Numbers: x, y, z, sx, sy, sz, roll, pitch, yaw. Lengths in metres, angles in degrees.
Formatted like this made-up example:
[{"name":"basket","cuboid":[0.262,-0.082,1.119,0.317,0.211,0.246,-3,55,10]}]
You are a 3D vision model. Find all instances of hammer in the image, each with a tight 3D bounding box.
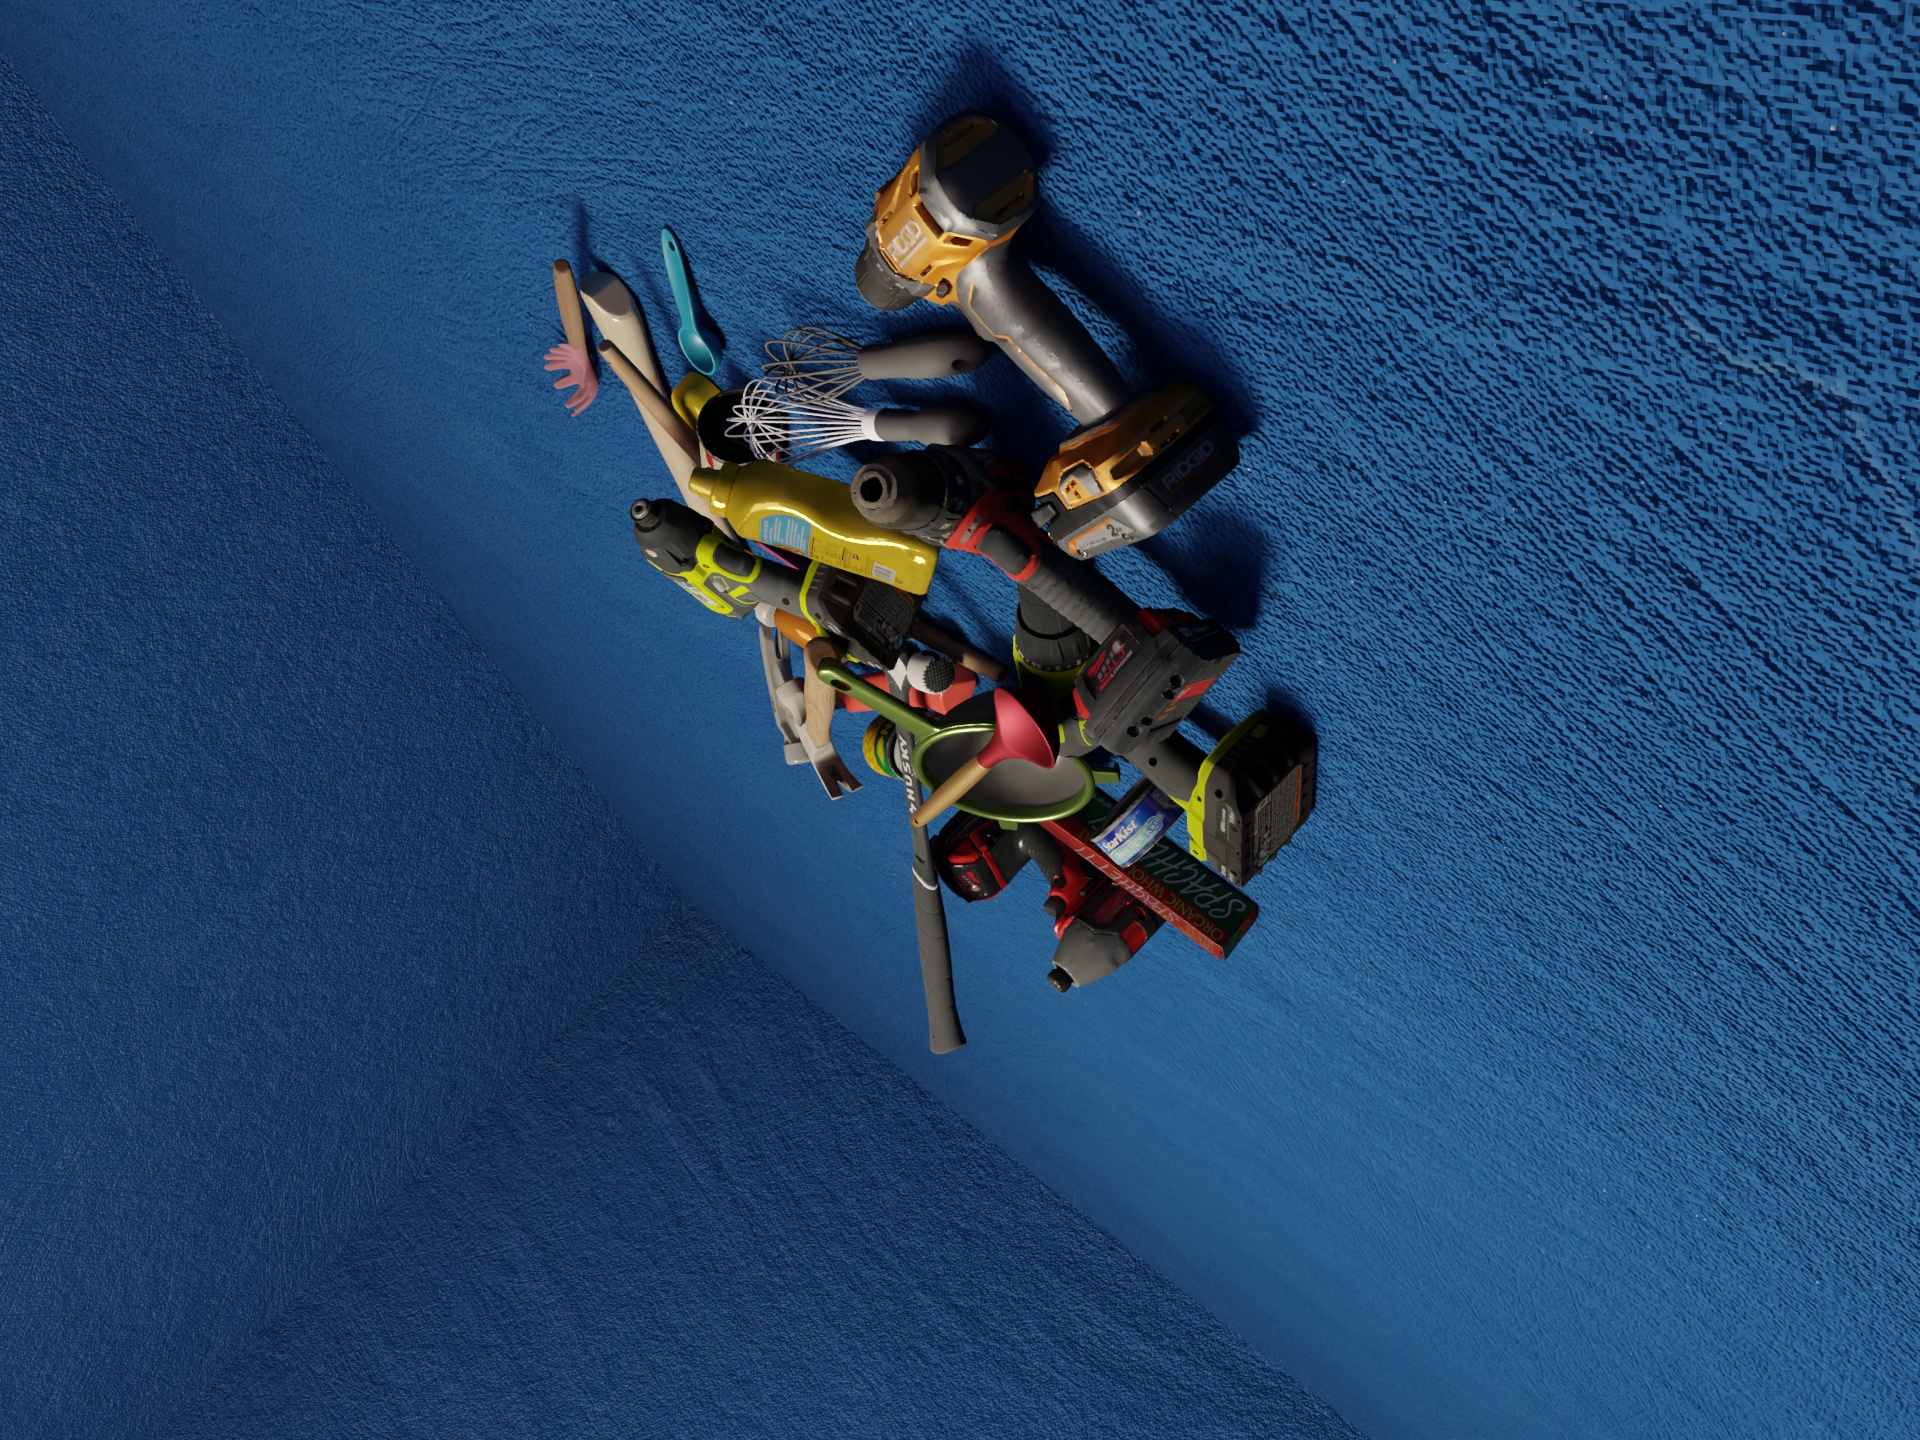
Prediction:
[{"name":"hammer","cuboid":[-0.266,-0.248,1.468,0.146,0.038,0.410,35,160,31]},{"name":"hammer","cuboid":[-0.038,0.120,1.434,0.149,0.036,0.408,21,124,53]},{"name":"hammer","cuboid":[-0.123,-0.011,1.399,0.130,0.031,0.331,64,169,9]},{"name":"hammer","cuboid":[-0.096,-0.036,1.518,0.359,0.036,0.149,-5,96,59]}]

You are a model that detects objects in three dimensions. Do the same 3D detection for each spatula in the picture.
[{"name":"spatula","cuboid":[-0.222,-0.228,1.359,0.060,0.018,0.315,31,170,29]}]

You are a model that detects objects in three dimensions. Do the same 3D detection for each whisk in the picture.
[{"name":"whisk","cuboid":[-0.075,-0.209,1.115,0.285,0.070,0.070,14,145,49]},{"name":"whisk","cuboid":[-0.058,-0.235,1.031,0.239,0.055,0.055,12,143,52]}]

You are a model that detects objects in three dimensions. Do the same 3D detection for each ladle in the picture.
[{"name":"ladle","cuboid":[0.011,0.039,1.226,0.069,0.031,0.315,55,155,5]}]

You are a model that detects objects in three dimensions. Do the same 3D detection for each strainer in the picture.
[{"name":"strainer","cuboid":[-0.002,-0.004,1.281,0.256,0.069,0.151,30,144,-24]}]

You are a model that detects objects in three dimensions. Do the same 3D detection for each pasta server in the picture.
[{"name":"pasta server","cuboid":[-0.342,-0.335,1.383,0.060,0.040,0.316,61,169,-1]}]

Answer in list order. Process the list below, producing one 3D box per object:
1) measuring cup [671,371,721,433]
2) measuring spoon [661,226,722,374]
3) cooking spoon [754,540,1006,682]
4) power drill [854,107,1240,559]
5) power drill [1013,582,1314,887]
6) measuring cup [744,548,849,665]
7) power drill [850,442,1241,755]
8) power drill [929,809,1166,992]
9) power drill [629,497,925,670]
[{"name":"measuring cup","cuboid":[-0.201,-0.230,1.372,0.062,0.029,0.156,27,154,44]},{"name":"measuring spoon","cuboid":[-0.203,-0.321,1.209,0.042,0.021,0.128,33,150,30]},{"name":"cooking spoon","cuboid":[-0.077,-0.102,1.404,0.319,0.017,0.068,31,176,36]},{"name":"power drill","cuboid":[0.031,-0.199,0.863,0.226,0.084,0.185,52,163,-10]},{"name":"power drill","cuboid":[0.126,-0.005,1.087,0.229,0.080,0.190,37,160,29]},{"name":"measuring cup","cuboid":[-0.164,-0.108,1.465,0.173,0.052,0.095,30,174,9]},{"name":"power drill","cuboid":[0.045,-0.084,0.948,0.227,0.080,0.188,44,-160,14]},{"name":"power drill","cuboid":[0.079,0.148,1.424,0.220,0.143,0.078,31,158,43]},{"name":"power drill","cuboid":[-0.157,-0.120,1.315,0.223,0.080,0.171,17,168,27]}]
